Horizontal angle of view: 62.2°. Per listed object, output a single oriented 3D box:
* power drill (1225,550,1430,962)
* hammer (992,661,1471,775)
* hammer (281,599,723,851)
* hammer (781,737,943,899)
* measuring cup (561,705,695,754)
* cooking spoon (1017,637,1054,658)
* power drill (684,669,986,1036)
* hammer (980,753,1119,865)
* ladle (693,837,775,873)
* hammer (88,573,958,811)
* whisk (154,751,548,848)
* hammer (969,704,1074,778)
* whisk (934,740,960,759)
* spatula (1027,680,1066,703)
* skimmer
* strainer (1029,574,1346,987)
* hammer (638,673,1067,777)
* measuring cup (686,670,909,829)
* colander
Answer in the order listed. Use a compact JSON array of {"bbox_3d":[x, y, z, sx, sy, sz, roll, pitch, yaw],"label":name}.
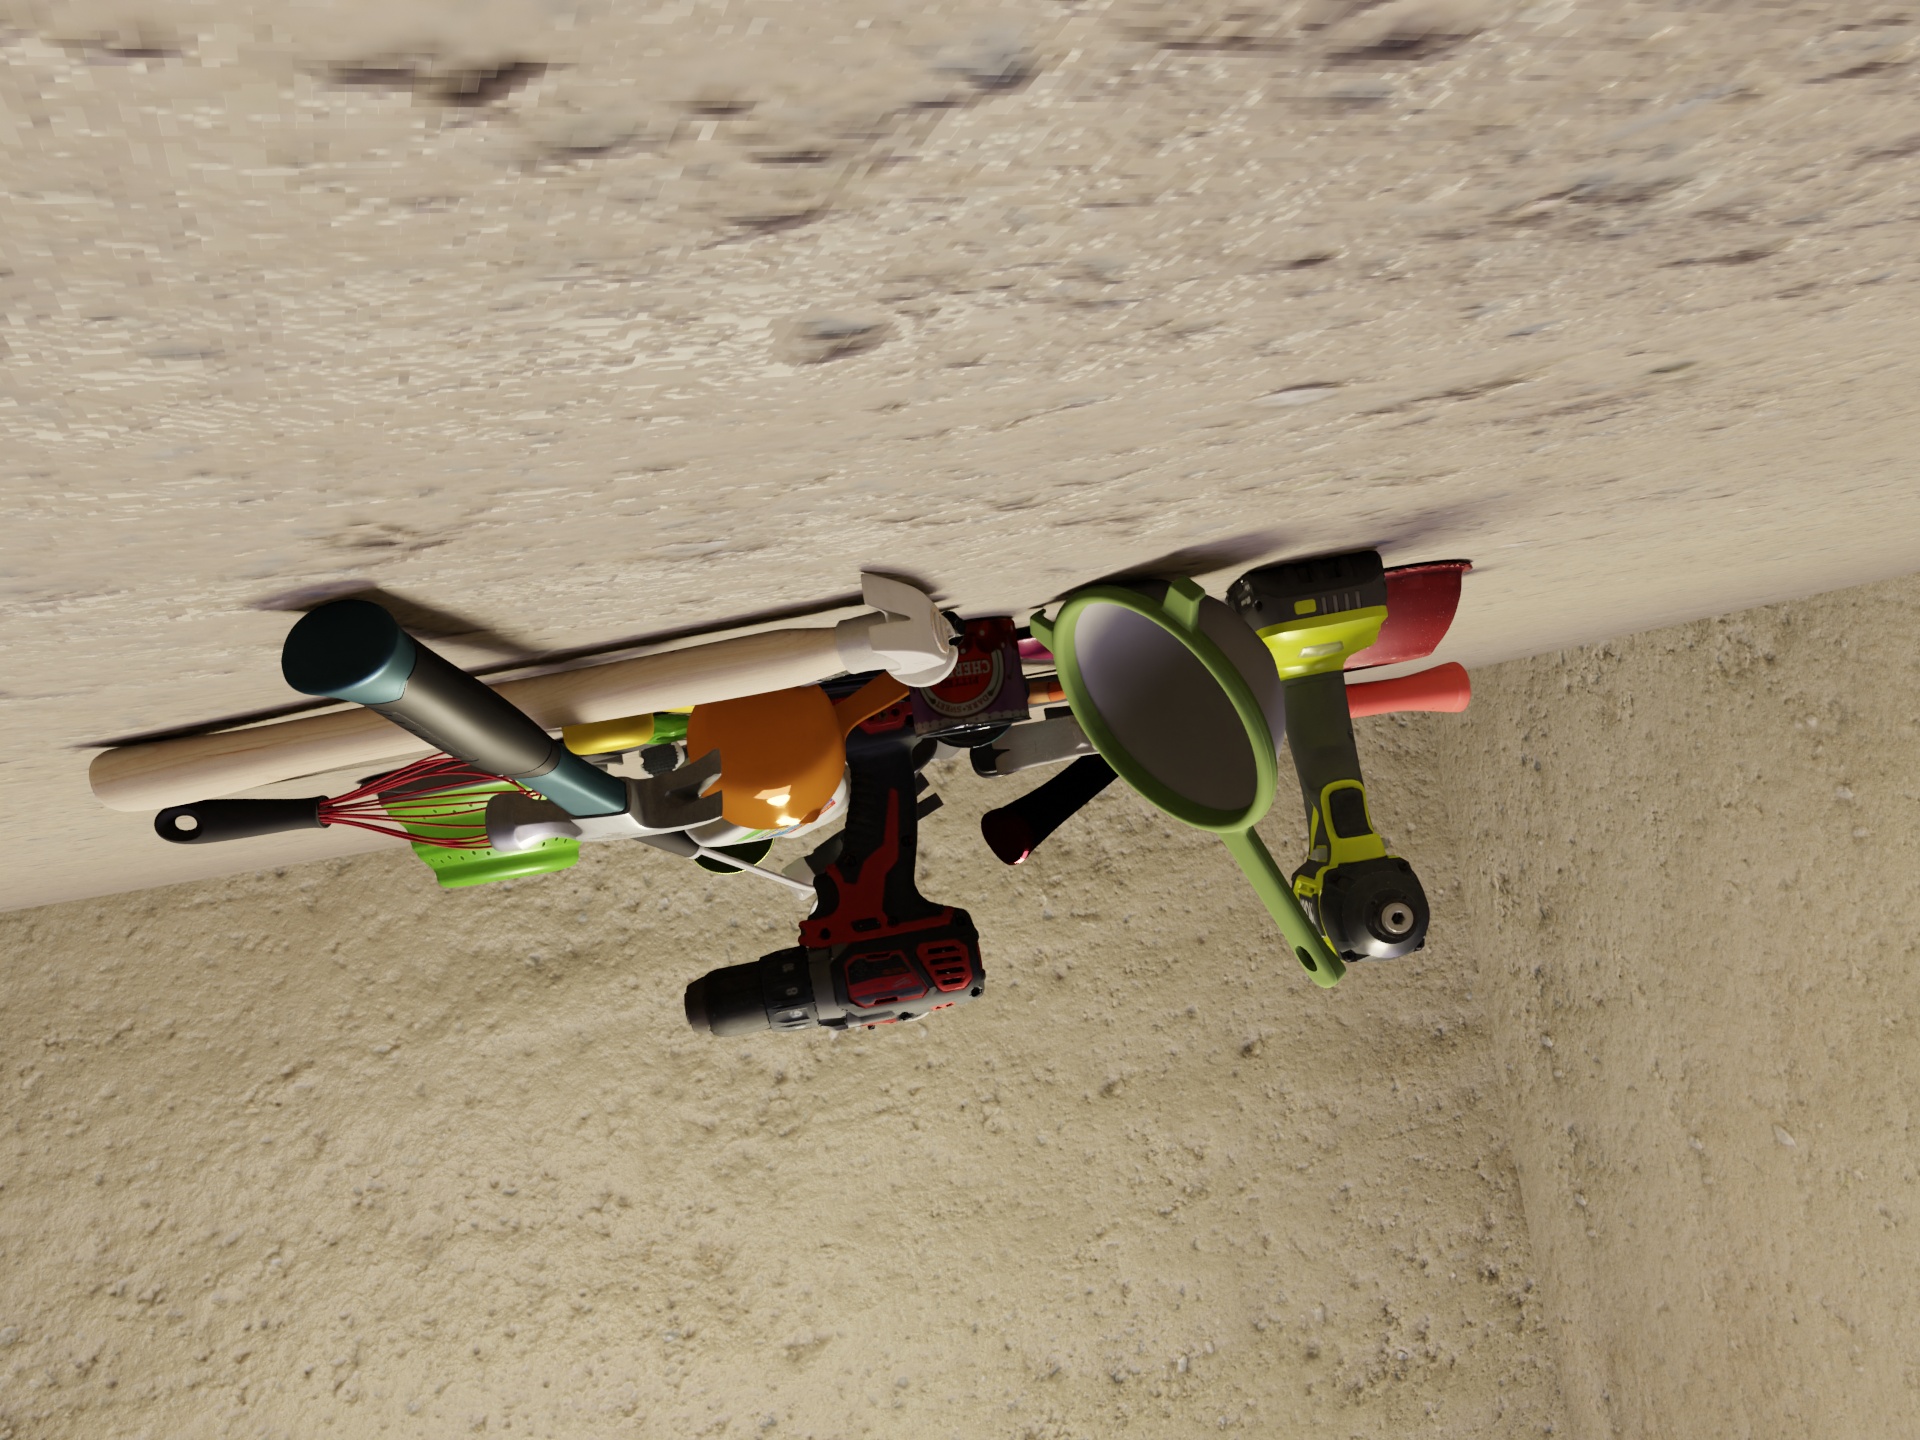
[{"bbox_3d":[0.215,0.024,0.905,0.080,0.223,0.171,-10,177,2],"label":"power drill"},{"bbox_3d":[0.201,-0.005,1.068,0.359,0.037,0.149,-7,177,-31],"label":"hammer"},{"bbox_3d":[-0.185,0.012,0.657,0.128,0.033,0.331,-6,167,3],"label":"hammer"},{"bbox_3d":[-0.058,0.060,1.213,0.146,0.035,0.334,-33,173,-18],"label":"hammer"},{"bbox_3d":[-0.192,0.004,1.020,0.062,0.029,0.156,-12,175,29],"label":"measuring cup"},{"bbox_3d":[0.088,-0.047,1.109,0.069,0.017,0.319,-10,177,17],"label":"cooking spoon"},{"bbox_3d":[-0.093,0.085,1.000,0.188,0.227,0.080,-10,177,-4],"label":"power drill"},{"bbox_3d":[0.137,0.018,1.166,0.143,0.038,0.386,2,-161,30],"label":"hammer"},{"bbox_3d":[-0.188,0.057,1.253,0.078,0.062,0.320,-13,164,-9],"label":"ladle"},{"bbox_3d":[-0.211,-0.007,0.730,0.410,0.038,0.146,-10,176,7],"label":"hammer"},{"bbox_3d":[-0.425,0.061,1.107,0.296,0.073,0.073,-5,178,9],"label":"whisk"},{"bbox_3d":[0.077,0.010,1.290,0.127,0.034,0.337,-12,-178,23],"label":"hammer"},{"bbox_3d":[-0.002,-0.002,1.109,0.055,0.055,0.239,-10,169,-9],"label":"whisk"},{"bbox_3d":[0.046,-0.011,1.192,0.322,0.041,0.081,-4,-167,21],"label":"spatula"},{"bbox_3d":[-0.159,0.141,1.198,0.127,0.090,0.363,-11,152,43],"label":"skimmer"},{"bbox_3d":[0.151,0.023,0.843,0.069,0.256,0.151,-39,-166,-24],"label":"strainer"},{"bbox_3d":[-0.061,0.000,1.359,0.409,0.036,0.149,-10,178,-1],"label":"hammer"},{"bbox_3d":[-0.076,-0.010,0.905,0.173,0.095,0.052,-32,154,-13],"label":"measuring cup"},{"bbox_3d":[-0.313,0.068,1.216,0.204,0.094,0.397,-7,176,-44],"label":"colander"}]
